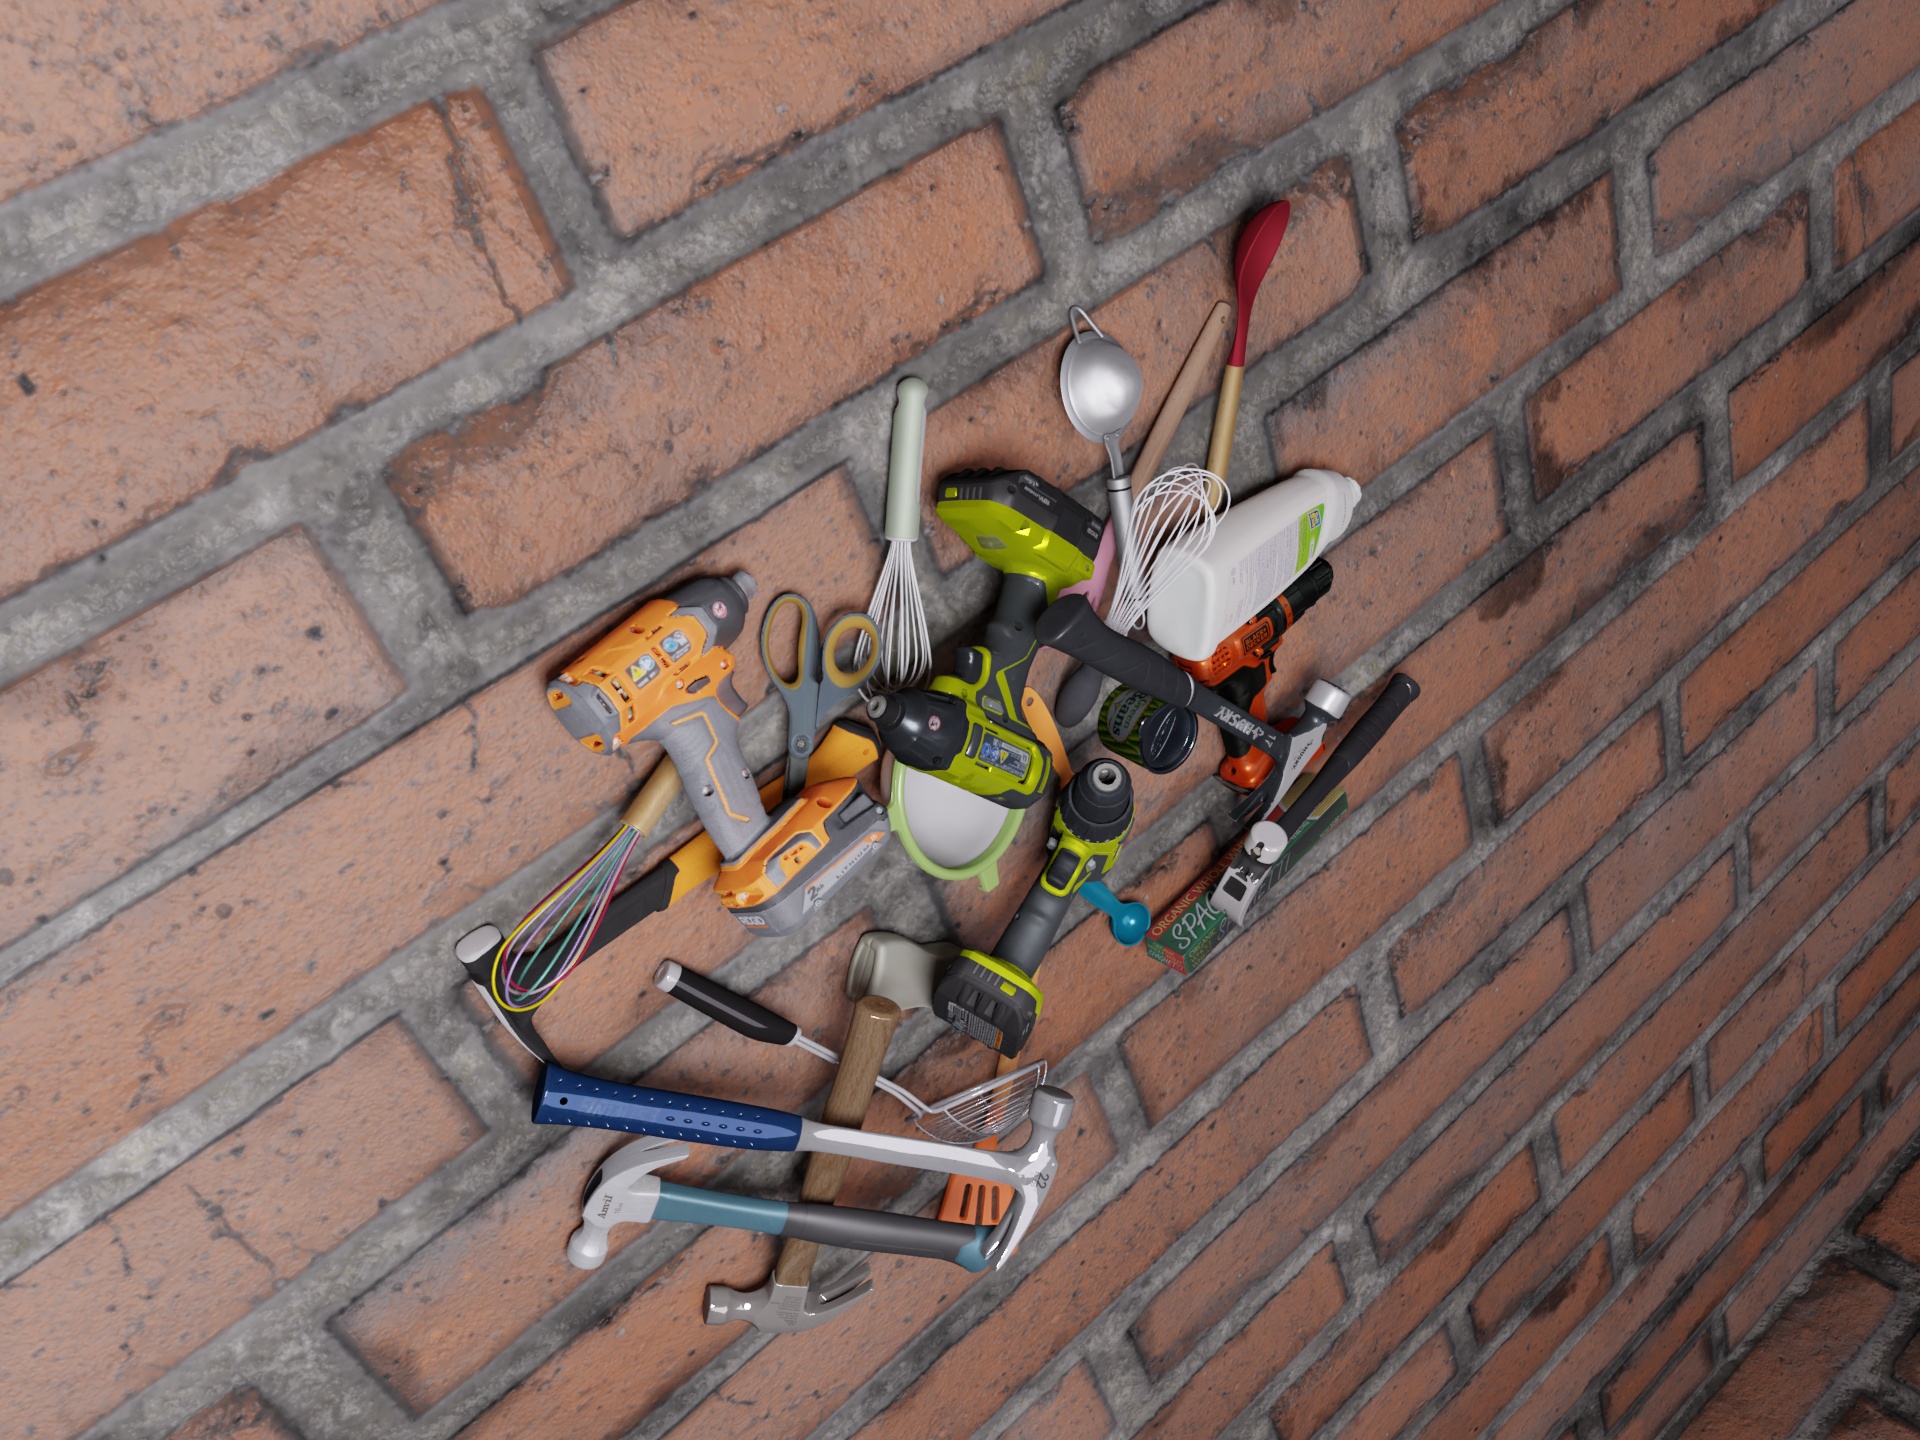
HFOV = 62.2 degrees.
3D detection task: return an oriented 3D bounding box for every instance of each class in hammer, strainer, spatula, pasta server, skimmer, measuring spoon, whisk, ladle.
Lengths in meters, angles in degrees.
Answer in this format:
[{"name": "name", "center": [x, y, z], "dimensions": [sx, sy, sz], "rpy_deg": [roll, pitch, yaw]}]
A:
[{"name": "hammer", "center": [-0.125, 0.388, 1.231], "dimensions": [0.330, 0.033, 0.128], "rpy_deg": [14, 114, -19]}, {"name": "strainer", "center": [0.125, -0.193, 1.237], "dimensions": [0.087, 0.050, 0.258], "rpy_deg": [-27, 116, -38]}, {"name": "hammer", "center": [-0.104, 0.357, 1.256], "dimensions": [0.130, 0.031, 0.331], "rpy_deg": [10, 115, -17]}, {"name": "spatula", "center": [0.042, 0.322, 1.414], "dimensions": [0.081, 0.041, 0.322], "rpy_deg": [9, 102, -14]}, {"name": "hammer", "center": [0.334, 0.058, 1.462], "dimensions": [0.335, 0.035, 0.146], "rpy_deg": [-42, 160, -36]}, {"name": "pasta server", "center": [0.140, -0.198, 1.288], "dimensions": [0.060, 0.040, 0.316], "rpy_deg": [29, 85, -41]}, {"name": "hammer", "center": [-0.112, 0.312, 1.172], "dimensions": [0.405, 0.035, 0.144], "rpy_deg": [15, 93, -22]}, {"name": "hammer", "center": [-0.191, 0.112, 1.154], "dimensions": [0.337, 0.034, 0.127], "rpy_deg": [-37, 126, -20]}, {"name": "skimmer", "center": [-0.083, 0.251, 1.275], "dimensions": [0.363, 0.127, 0.090], "rpy_deg": [33, 45, -28]}, {"name": "strainer", "center": [-0.002, -0.004, 1.243], "dimensions": [0.151, 0.069, 0.256], "rpy_deg": [32, 70, -44]}, {"name": "measuring spoon", "center": [0.073, 0.017, 1.335], "dimensions": [0.021, 0.011, 0.116], "rpy_deg": [-39, 124, -18]}, {"name": "hammer", "center": [0.183, -0.015, 1.273], "dimensions": [0.408, 0.036, 0.149], "rpy_deg": [23, 99, -49]}, {"name": "whisk", "center": [-0.043, -0.126, 1.164], "dimensions": [0.059, 0.058, 0.246], "rpy_deg": [3, 104, -7]}, {"name": "whisk", "center": [0.128, -0.088, 1.236], "dimensions": [0.070, 0.070, 0.284], "rpy_deg": [-14, 147, -33]}, {"name": "measuring spoon", "center": [0.124, 0.159, 1.431], "dimensions": [0.128, 0.021, 0.042], "rpy_deg": [42, 77, -31]}, {"name": "whisk", "center": [-0.237, 0.090, 1.079], "dimensions": [0.047, 0.051, 0.245], "rpy_deg": [36, 67, -10]}, {"name": "ladle", "center": [0.223, -0.267, 1.306], "dimensions": [0.069, 0.031, 0.315], "rpy_deg": [-32, 135, -53]}]

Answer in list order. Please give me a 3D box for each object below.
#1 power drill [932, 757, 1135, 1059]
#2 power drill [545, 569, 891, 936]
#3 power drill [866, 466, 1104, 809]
[{"name": "power drill", "center": [0.068, 0.141, 1.261], "dimensions": [0.228, 0.080, 0.190], "rpy_deg": [-58, 170, -19]}, {"name": "power drill", "center": [-0.149, 0.016, 1.078], "dimensions": [0.164, 0.084, 0.226], "rpy_deg": [-45, 106, -29]}, {"name": "power drill", "center": [0.018, -0.063, 1.156], "dimensions": [0.171, 0.080, 0.223], "rpy_deg": [26, 75, -45]}]
